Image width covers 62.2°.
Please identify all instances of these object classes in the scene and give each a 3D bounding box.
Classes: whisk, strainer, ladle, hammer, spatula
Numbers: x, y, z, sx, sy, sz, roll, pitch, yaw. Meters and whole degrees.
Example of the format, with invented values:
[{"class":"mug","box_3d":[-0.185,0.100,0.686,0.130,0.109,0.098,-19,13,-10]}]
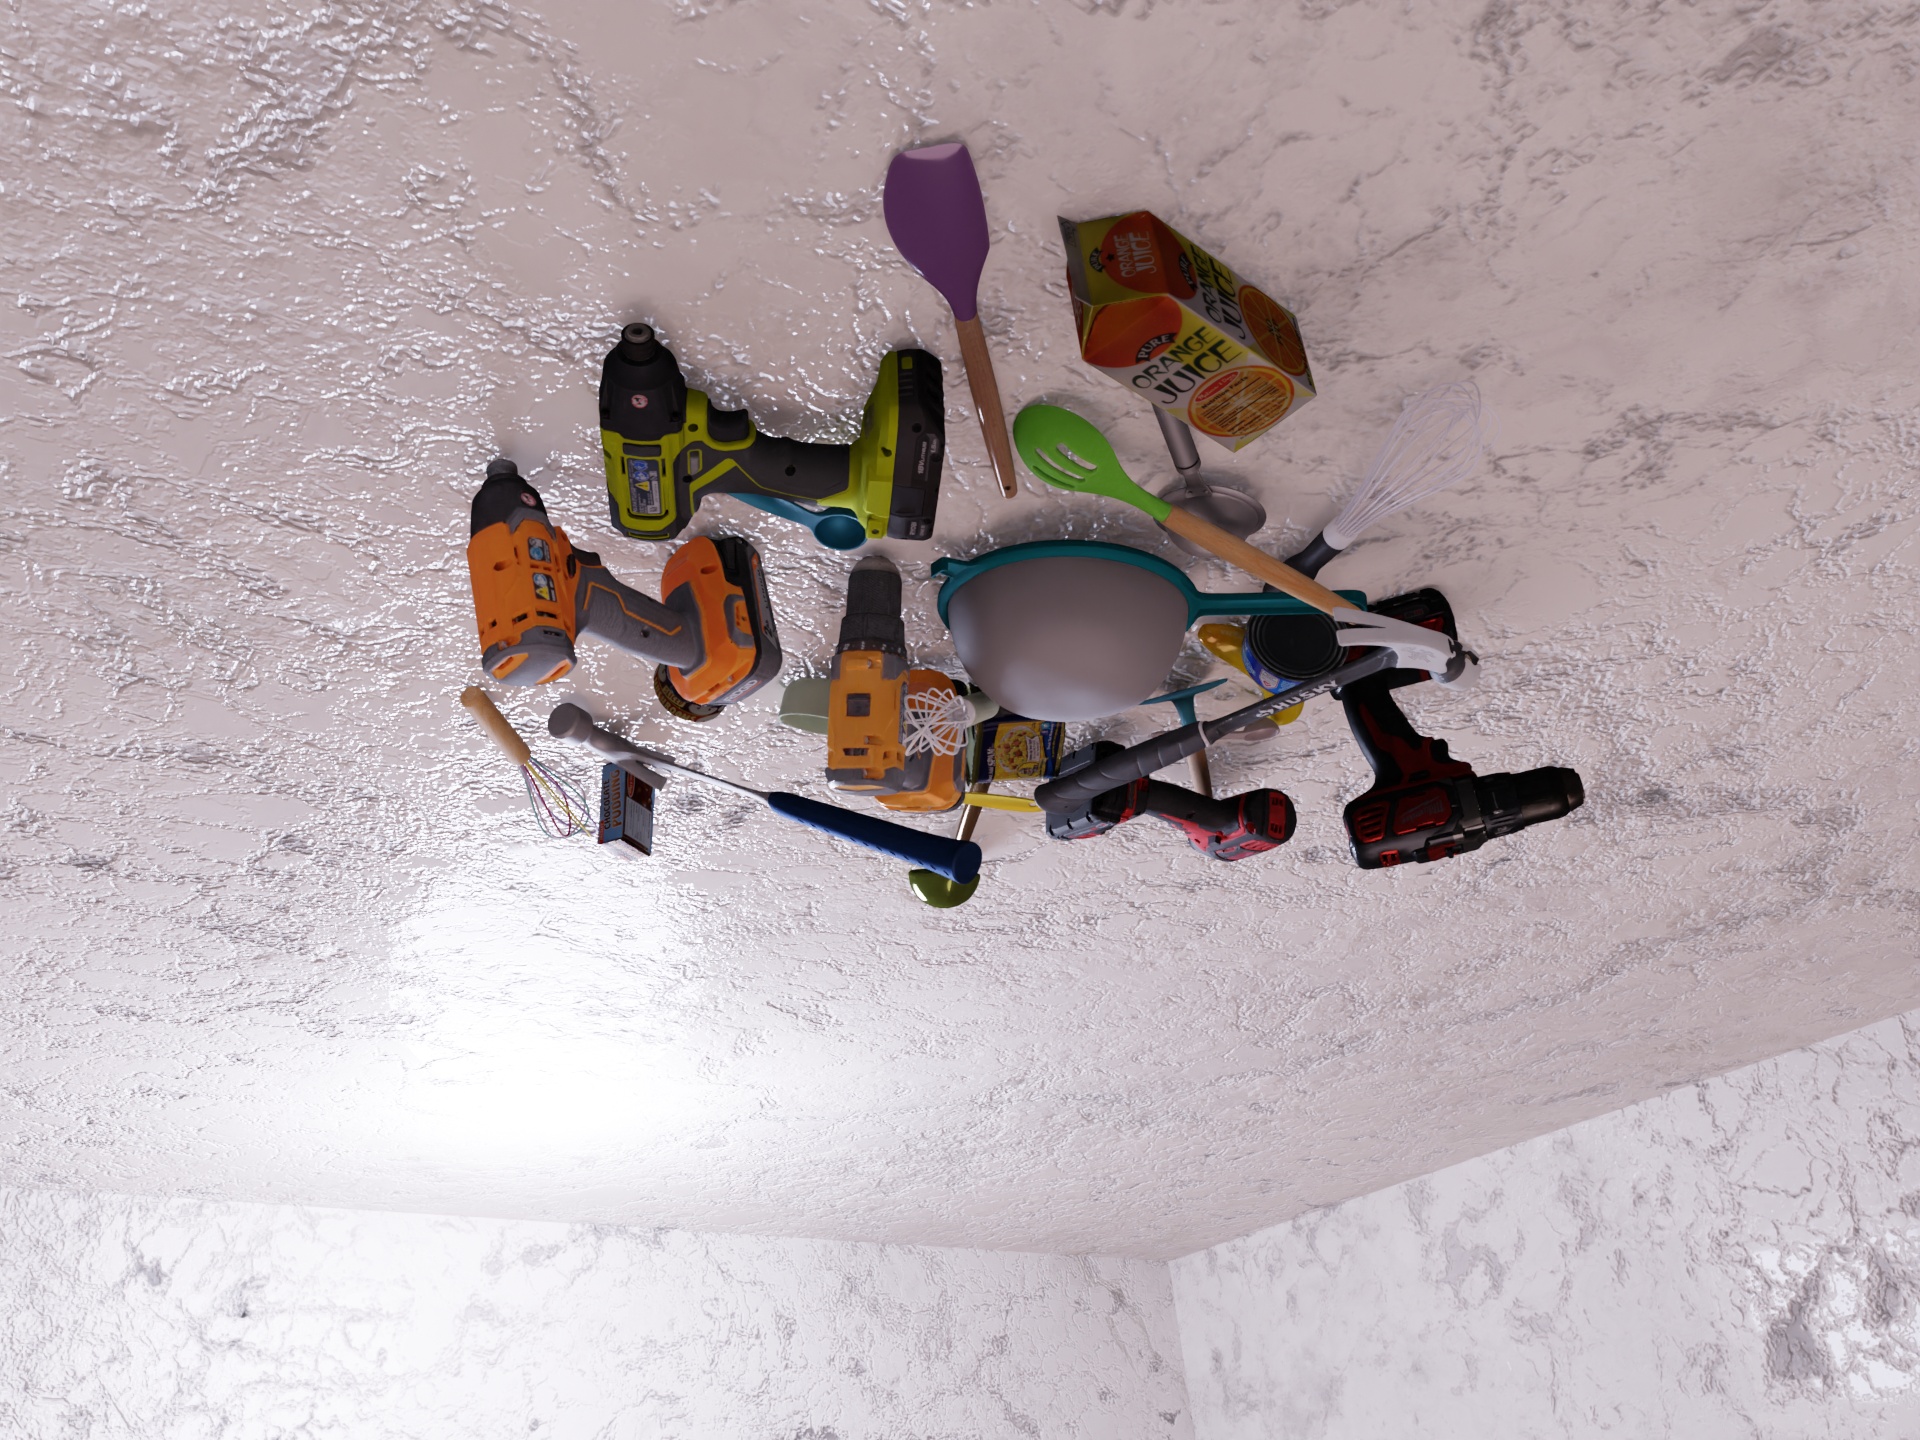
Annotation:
[{"class":"whisk","box_3d":[-0.393,0.042,1.443,0.051,0.047,0.244,-20,145,1]},{"class":"strainer","box_3d":[0.148,-0.056,1.258,0.340,0.095,0.210,-1,157,11]},{"class":"ladle","box_3d":[0.006,0.096,1.612,0.078,0.062,0.320,3,142,-12]},{"class":"hammer","box_3d":[0.214,0.005,1.321,0.149,0.036,0.409,18,148,-39]},{"class":"spatula","box_3d":[0.006,-0.246,1.036,0.060,0.018,0.315,-8,149,8]},{"class":"spatula","box_3d":[0.223,0.028,1.519,0.082,0.044,0.317,-16,150,6]},{"class":"whisk","box_3d":[-0.002,-0.004,1.262,0.059,0.058,0.246,-49,174,11]},{"class":"strainer","box_3d":[0.165,-0.181,1.157,0.087,0.050,0.258,-2,149,22]},{"class":"hammer","box_3d":[-0.159,0.066,1.332,0.406,0.035,0.144,15,168,31]},{"class":"whisk","box_3d":[0.305,-0.158,1.203,0.070,0.070,0.284,6,153,-20]}]

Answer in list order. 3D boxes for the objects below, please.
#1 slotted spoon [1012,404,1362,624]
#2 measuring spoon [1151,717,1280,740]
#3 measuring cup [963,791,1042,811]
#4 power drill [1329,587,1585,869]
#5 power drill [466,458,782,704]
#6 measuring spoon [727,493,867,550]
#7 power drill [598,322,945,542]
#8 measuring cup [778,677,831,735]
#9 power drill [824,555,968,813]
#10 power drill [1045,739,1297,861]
[{"class":"slotted spoon","box_3d":[0.171,-0.140,1.158,0.313,0.031,0.070,25,148,-21]},{"class":"measuring spoon","box_3d":[0.231,0.007,1.445,0.124,0.018,0.034,-1,160,-14]},{"class":"measuring cup","box_3d":[0.007,0.064,1.527,0.156,0.029,0.062,8,142,-1]},{"class":"power drill","box_3d":[0.400,0.006,1.328,0.188,0.227,0.080,-15,149,16]},{"class":"power drill","box_3d":[-0.245,-0.097,1.136,0.084,0.164,0.226,-31,154,36]},{"class":"measuring spoon","box_3d":[-0.125,-0.161,1.167,0.128,0.021,0.042,21,142,-24]},{"class":"power drill","box_3d":[-0.125,-0.189,1.057,0.223,0.080,0.171,1,145,-7]},{"class":"measuring cup","box_3d":[-0.101,-0.002,1.418,0.083,0.038,0.167,4,168,23]},{"class":"power drill","box_3d":[-0.053,-0.020,1.298,0.084,0.185,0.226,-1,169,13]},{"class":"power drill","box_3d":[0.200,0.089,1.548,0.219,0.079,0.143,14,161,-22]}]
